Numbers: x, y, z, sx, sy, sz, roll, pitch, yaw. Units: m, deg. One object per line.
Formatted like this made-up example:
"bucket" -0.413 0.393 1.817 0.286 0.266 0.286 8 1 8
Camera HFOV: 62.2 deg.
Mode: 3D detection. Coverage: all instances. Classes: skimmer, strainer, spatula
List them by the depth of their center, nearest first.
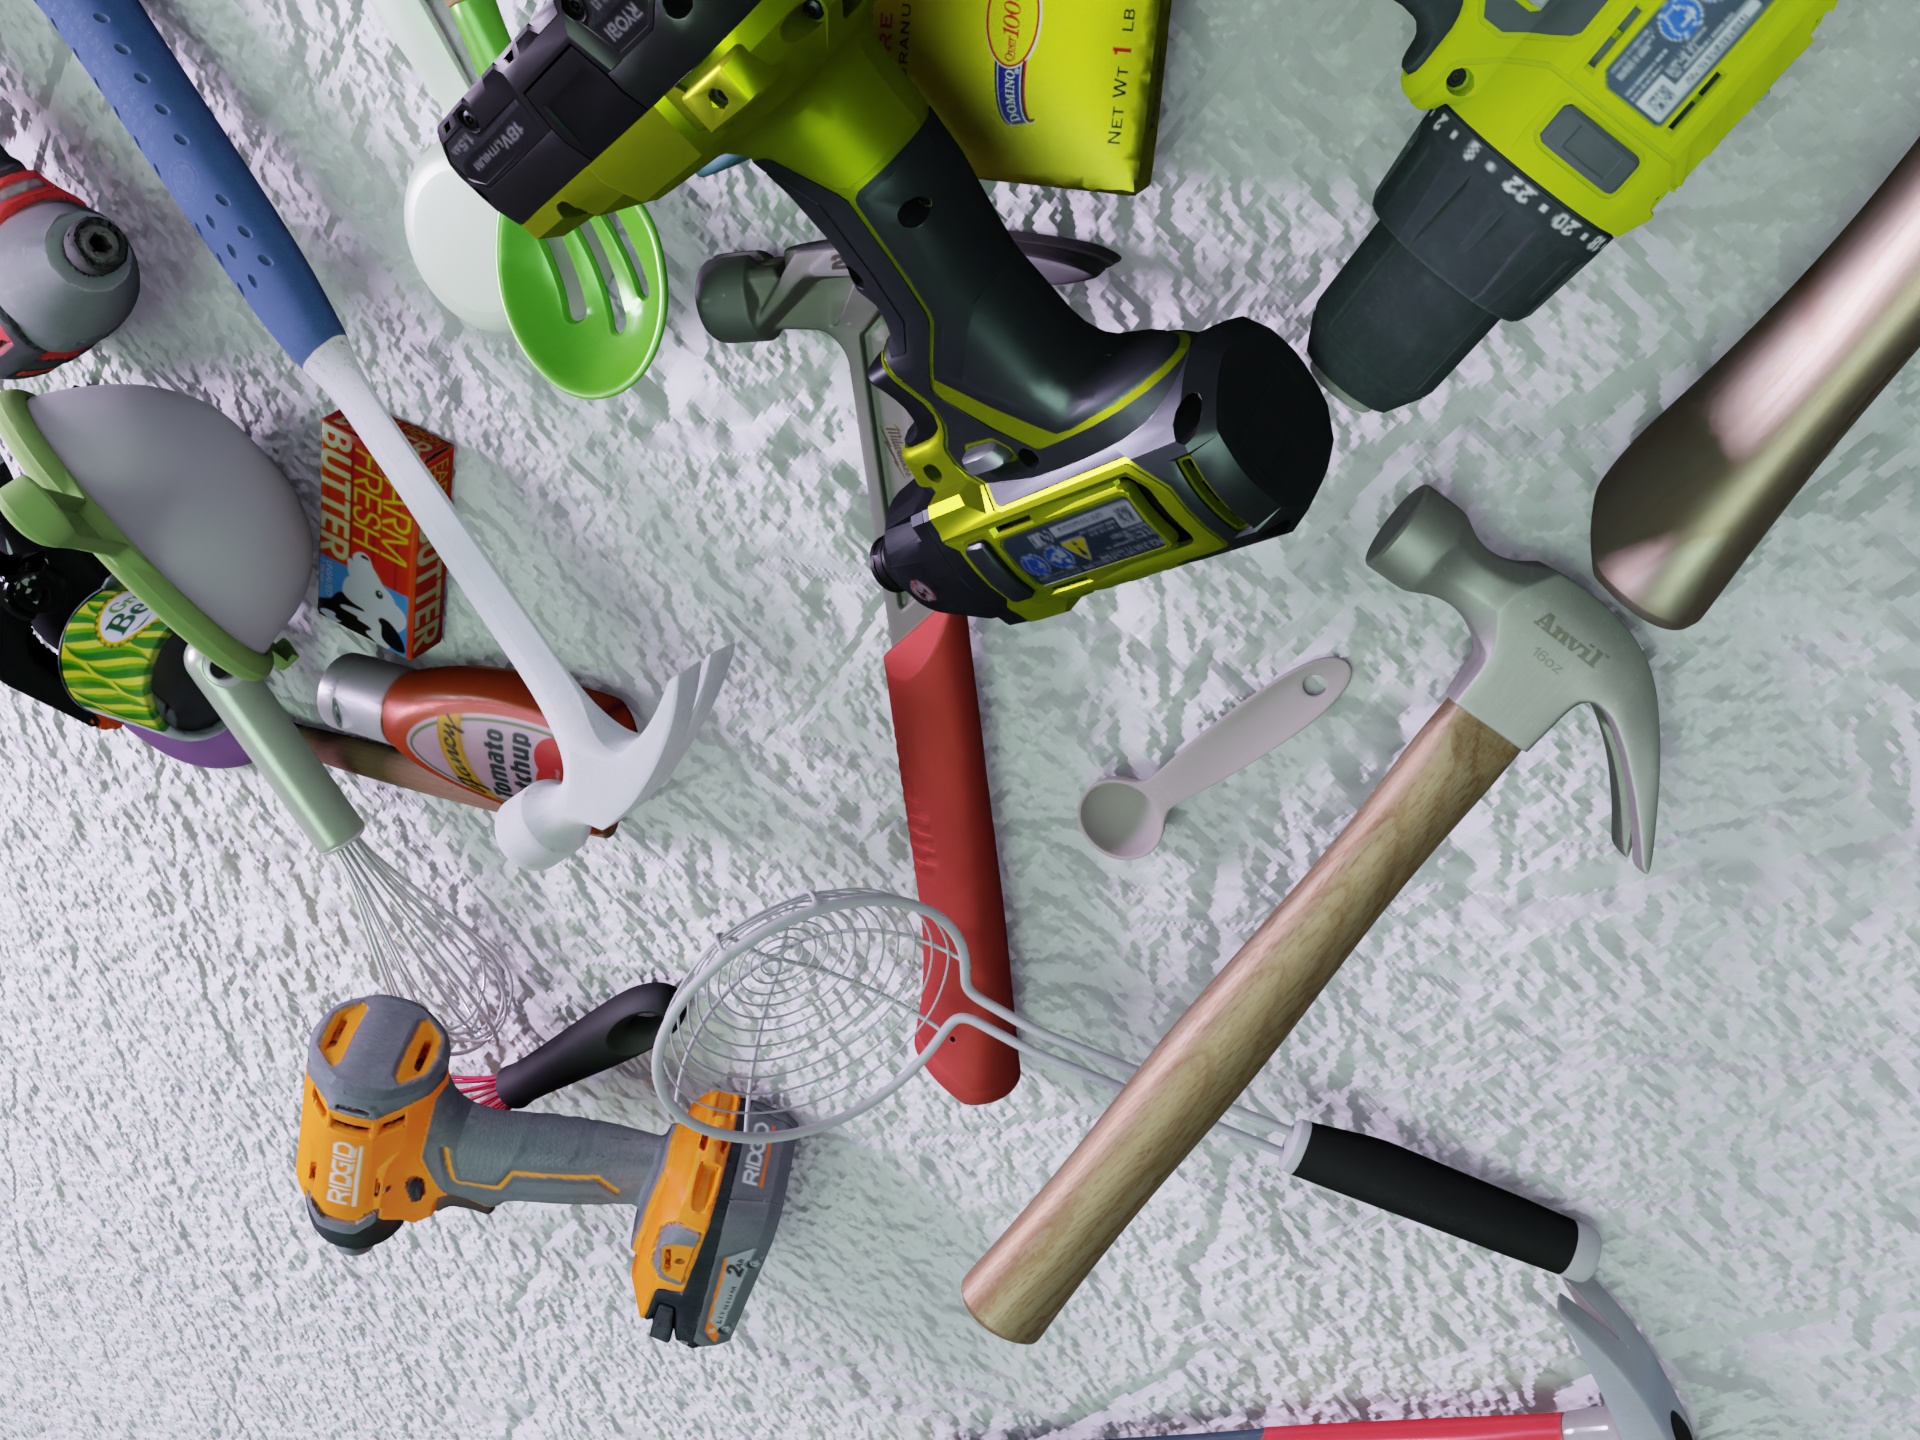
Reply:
"skimmer" 0.068 0.159 0.601 0.363 0.090 0.127 20 120 3
"strainer" -0.310 -0.090 0.624 0.151 0.069 0.256 52 170 -13
"spatula" -0.302 0.017 0.776 0.316 0.018 0.059 12 119 21

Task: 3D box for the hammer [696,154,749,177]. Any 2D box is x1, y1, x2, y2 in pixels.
"hammer" -0.182 -0.305 0.523 0.331 0.033 0.128 45 128 -4

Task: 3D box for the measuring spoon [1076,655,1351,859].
"measuring spoon" 0.094 0.011 0.586 0.124 0.018 0.034 -38 96 30

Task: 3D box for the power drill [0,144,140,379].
"power drill" -0.409 -0.247 0.627 0.143 0.078 0.219 -1 121 45

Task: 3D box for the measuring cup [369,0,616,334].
"measuring cup" -0.190 -0.217 0.573 0.083 0.038 0.167 -18 111 33

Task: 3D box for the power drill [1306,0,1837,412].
"power drill" 0.093 -0.199 0.390 0.228 0.080 0.190 31 121 -13

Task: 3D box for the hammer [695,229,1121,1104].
"hammer" -0.001 -0.002 0.608 0.149 0.037 0.358 5 119 24

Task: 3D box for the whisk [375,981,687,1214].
"whisk" -0.246 0.198 0.832 0.296 0.073 0.073 -30 102 30

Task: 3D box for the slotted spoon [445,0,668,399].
"slotted spoon" -0.164 -0.257 0.506 0.070 0.031 0.313 -8 113 26

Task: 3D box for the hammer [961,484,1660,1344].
"hammer" 0.107 0.092 0.542 0.130 0.031 0.331 34 106 -2

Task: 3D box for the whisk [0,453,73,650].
"whisk" -0.478 -0.154 0.742 0.070 0.070 0.284 3 123 25

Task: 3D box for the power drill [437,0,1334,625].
"power drill" -0.025 -0.118 0.450 0.223 0.080 0.171 44 146 -25

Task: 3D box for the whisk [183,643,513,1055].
"whisk" -0.293 0.063 0.766 0.059 0.058 0.246 1 124 54

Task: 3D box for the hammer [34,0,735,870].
"hammer" -0.235 -0.136 0.613 0.144 0.035 0.405 -31 94 37

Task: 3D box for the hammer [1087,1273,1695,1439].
"hammer" 0.131 0.332 0.735 0.386 0.038 0.143 -21 106 34

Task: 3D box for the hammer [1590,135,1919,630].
"hammer" 0.269 -0.174 0.337 0.146 0.038 0.410 64 145 38

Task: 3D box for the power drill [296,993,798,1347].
"power drill" -0.208 0.229 0.775 0.226 0.084 0.164 17 126 -7
